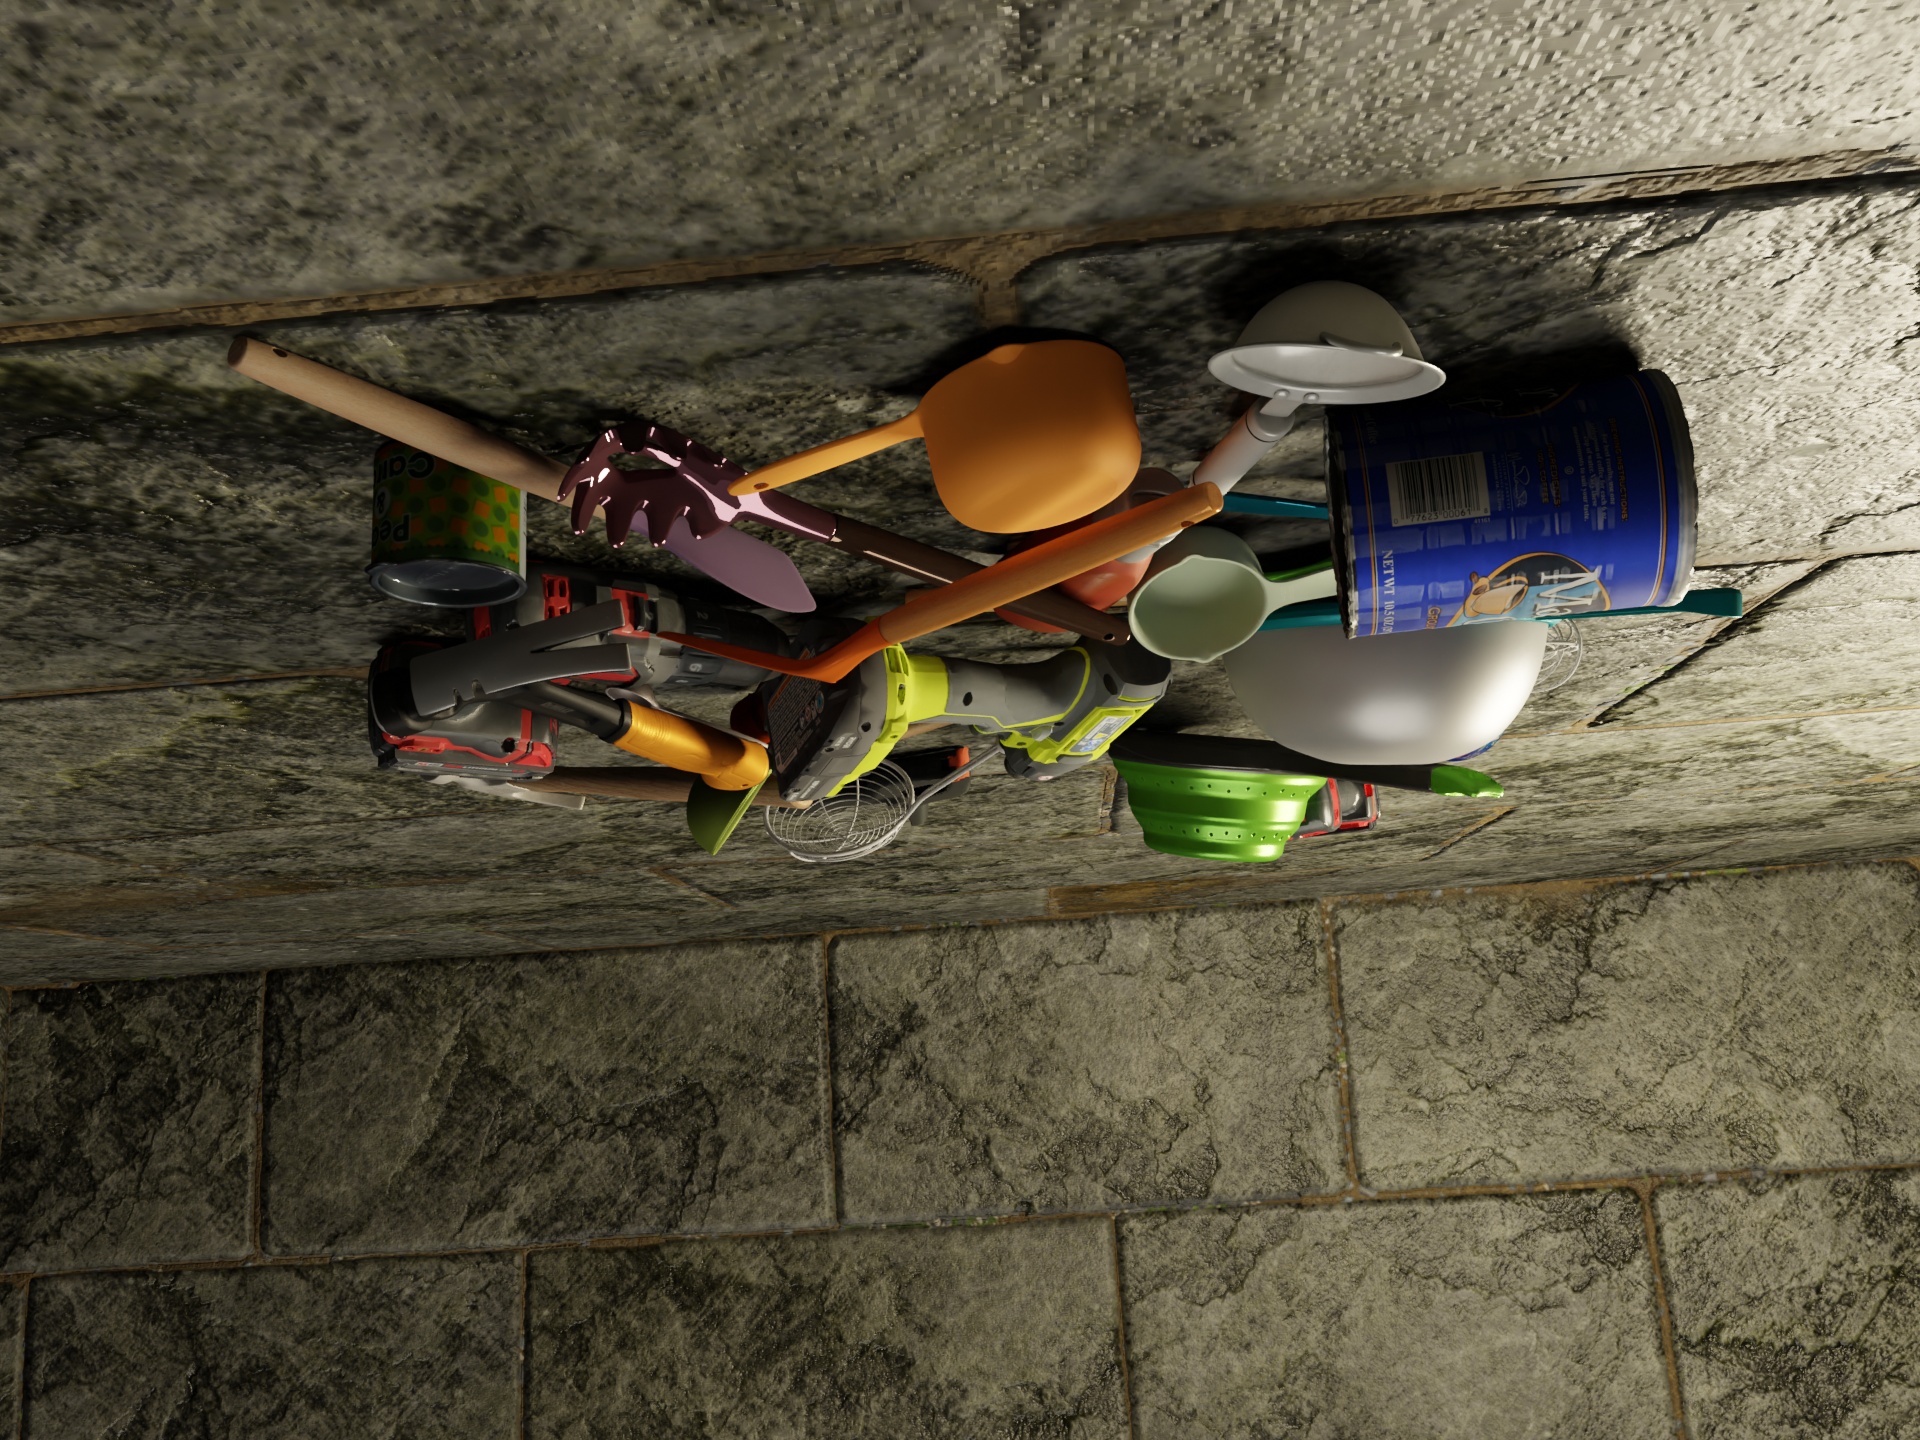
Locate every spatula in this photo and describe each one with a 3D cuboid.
[{"bbox_3d":[-0.016,-0.057,0.720,0.081,0.041,0.322,12,158,-44],"label":"spatula"},{"bbox_3d":[-0.171,-0.101,0.703,0.018,0.060,0.315,-43,146,20],"label":"spatula"}]

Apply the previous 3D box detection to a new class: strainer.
[{"bbox_3d":[0.129,-0.130,0.658,0.087,0.050,0.258,7,172,-5],"label":"strainer"},{"bbox_3d":[0.290,-0.021,0.916,0.211,0.095,0.340,-1,180,-31],"label":"strainer"}]

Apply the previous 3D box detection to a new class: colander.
[{"bbox_3d":[0.244,0.066,1.199,0.204,0.094,0.397,3,-178,-29],"label":"colander"}]

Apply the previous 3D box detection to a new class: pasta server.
[{"bbox_3d":[-0.039,-0.077,0.751,0.316,0.040,0.060,16,136,-34],"label":"pasta server"}]

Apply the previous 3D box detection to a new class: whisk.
[{"bbox_3d":[0.312,-0.037,1.107,0.057,0.059,0.246,-6,177,-45],"label":"whisk"}]

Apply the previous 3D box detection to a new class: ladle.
[{"bbox_3d":[-0.037,0.016,1.091,0.320,0.062,0.078,-18,-176,1],"label":"ladle"}]

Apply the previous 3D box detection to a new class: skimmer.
[{"bbox_3d":[-0.022,0.021,1.249,0.090,0.127,0.363,44,135,-13],"label":"skimmer"}]

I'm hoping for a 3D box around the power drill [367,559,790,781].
[{"bbox_3d":[-0.229,-0.028,0.938,0.187,0.080,0.227,7,161,-41],"label":"power drill"}]

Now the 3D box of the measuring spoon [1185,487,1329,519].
[{"bbox_3d":[0.165,-0.116,0.798,0.128,0.021,0.042,6,168,1],"label":"measuring spoon"}]

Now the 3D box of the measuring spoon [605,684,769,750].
[{"bbox_3d":[-0.185,-0.006,1.100,0.124,0.018,0.034,22,159,-21],"label":"measuring spoon"}]

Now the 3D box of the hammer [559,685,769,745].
[{"bbox_3d":[-0.216,0.011,1.200,0.128,0.033,0.330,-9,166,27],"label":"hammer"}]

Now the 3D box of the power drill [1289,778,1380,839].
[{"bbox_3d":[0.291,0.075,1.438,0.143,0.078,0.219,-10,176,28],"label":"power drill"}]

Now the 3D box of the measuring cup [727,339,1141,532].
[{"bbox_3d":[-0.010,-0.100,0.656,0.173,0.052,0.095,-16,167,7],"label":"measuring cup"}]

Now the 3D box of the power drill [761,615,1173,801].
[{"bbox_3d":[-0.002,-0.003,0.992,0.223,0.080,0.171,0,154,-27],"label":"power drill"}]

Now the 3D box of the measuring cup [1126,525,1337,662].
[{"bbox_3d":[0.171,-0.081,0.862,0.167,0.038,0.083,-12,137,5],"label":"measuring cup"}]

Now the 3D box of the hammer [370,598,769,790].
[{"bbox_3d":[-0.173,0.001,0.879,0.127,0.034,0.336,-15,167,12],"label":"hammer"}]

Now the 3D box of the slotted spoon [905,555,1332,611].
[{"bbox_3d":[0.124,-0.078,0.917,0.314,0.031,0.070,-3,167,5],"label":"slotted spoon"}]

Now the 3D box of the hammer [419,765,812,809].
[{"bbox_3d":[-0.254,0.048,1.228,0.331,0.031,0.130,1,169,29],"label":"hammer"}]
